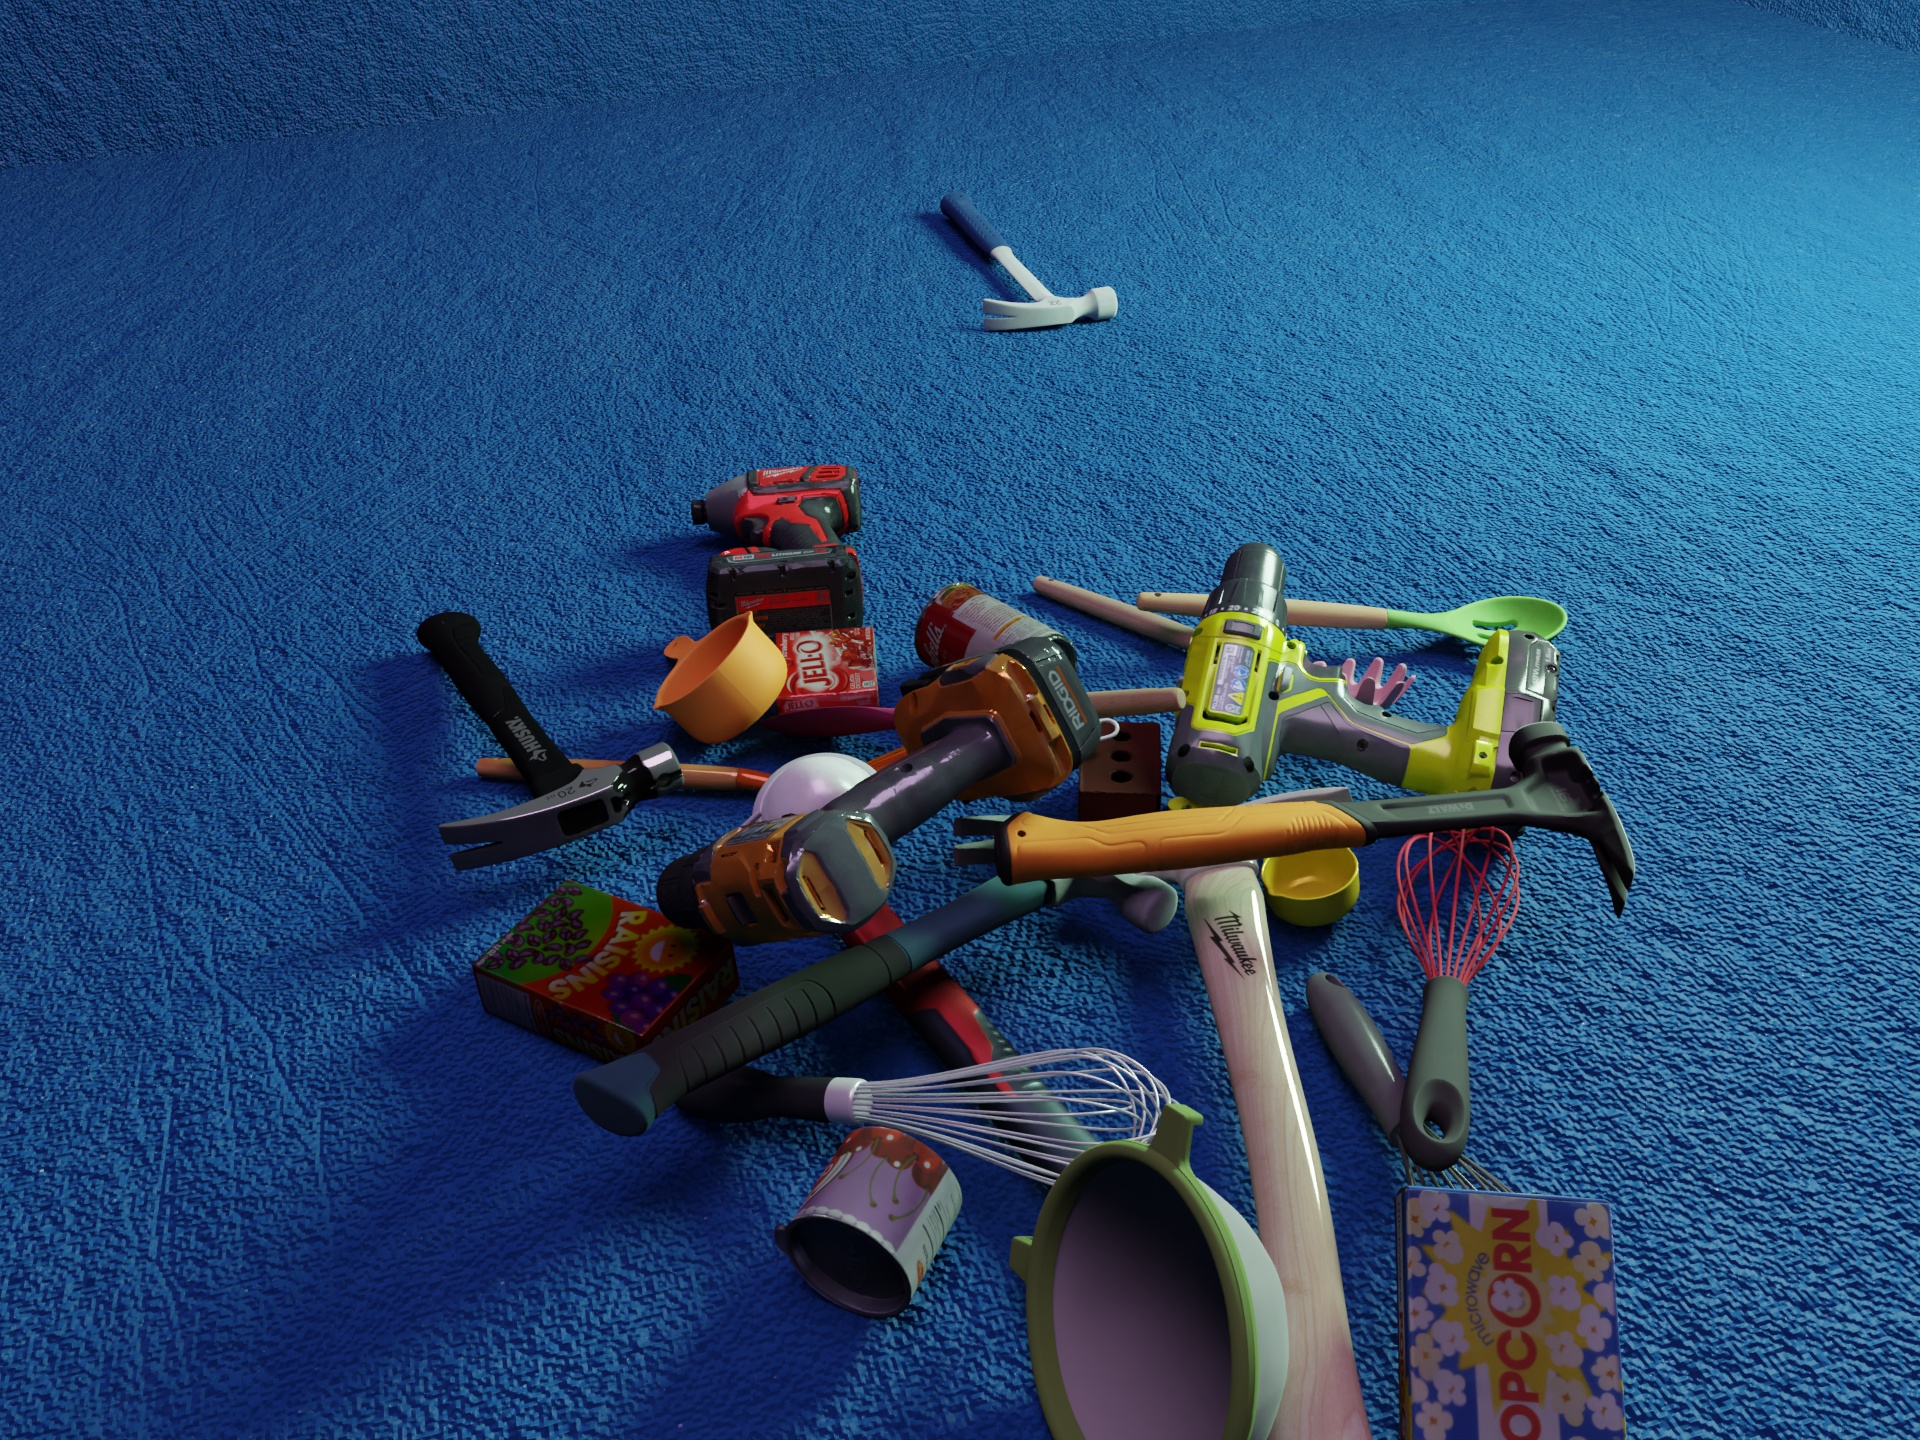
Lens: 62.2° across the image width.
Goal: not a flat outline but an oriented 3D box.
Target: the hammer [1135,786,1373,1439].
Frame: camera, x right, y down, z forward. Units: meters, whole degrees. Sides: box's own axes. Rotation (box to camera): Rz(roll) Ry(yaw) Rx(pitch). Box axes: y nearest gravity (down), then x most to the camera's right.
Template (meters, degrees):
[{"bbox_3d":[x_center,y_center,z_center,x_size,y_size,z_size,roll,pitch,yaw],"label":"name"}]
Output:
[{"bbox_3d":[0.164,0.188,0.797,0.146,0.038,0.411,-18,36,13],"label":"hammer"}]

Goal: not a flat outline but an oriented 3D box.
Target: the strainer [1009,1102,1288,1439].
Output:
[{"bbox_3d":[0.108,0.293,0.636,0.069,0.151,0.257,6,48,-31],"label":"strainer"}]

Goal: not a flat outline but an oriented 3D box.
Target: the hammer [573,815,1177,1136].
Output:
[{"bbox_3d":[-0.045,0.129,0.834,0.331,0.033,0.128,-23,37,-34],"label":"hammer"}]

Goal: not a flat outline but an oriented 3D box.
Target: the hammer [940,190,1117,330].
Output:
[{"bbox_3d":[0.045,-0.543,1.858,0.144,0.035,0.406,-11,36,-12],"label":"hammer"}]

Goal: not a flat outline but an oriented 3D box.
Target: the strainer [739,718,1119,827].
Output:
[{"bbox_3d":[-0.021,0.033,0.974,0.258,0.050,0.087,-15,55,-15],"label":"strainer"}]

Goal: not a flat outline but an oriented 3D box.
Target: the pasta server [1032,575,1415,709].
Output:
[{"bbox_3d":[0.182,-0.063,1.175,0.316,0.040,0.060,24,26,34],"label":"pasta server"}]

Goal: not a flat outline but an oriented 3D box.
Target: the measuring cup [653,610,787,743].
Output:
[{"bbox_3d":[-0.177,-0.031,1.144,0.095,0.052,0.174,-46,21,-9],"label":"measuring cup"}]

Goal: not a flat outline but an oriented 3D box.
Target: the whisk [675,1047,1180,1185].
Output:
[{"bbox_3d":[-0.028,0.189,0.779,0.285,0.070,0.070,-4,32,28],"label":"whisk"}]

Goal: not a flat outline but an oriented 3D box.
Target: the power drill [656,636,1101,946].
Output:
[{"bbox_3d":[-0.053,0.047,0.871,0.226,0.084,0.185,-36,12,-35],"label":"power drill"}]

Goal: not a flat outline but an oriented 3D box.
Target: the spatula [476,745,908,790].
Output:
[{"bbox_3d":[-0.171,0.029,1.064,0.322,0.041,0.081,2,12,9],"label":"spatula"}]

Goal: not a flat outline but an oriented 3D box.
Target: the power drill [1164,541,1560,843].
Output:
[{"bbox_3d":[0.257,-0.021,1.023,0.228,0.080,0.191,12,58,10],"label":"power drill"}]

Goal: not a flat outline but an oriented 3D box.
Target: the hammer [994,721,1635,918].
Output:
[{"bbox_3d":[0.187,0.064,0.867,0.337,0.034,0.127,-5,40,-2],"label":"hammer"}]

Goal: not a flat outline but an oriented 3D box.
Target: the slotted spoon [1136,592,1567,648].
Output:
[{"bbox_3d":[0.286,-0.077,1.172,0.313,0.031,0.070,4,35,-1],"label":"slotted spoon"}]

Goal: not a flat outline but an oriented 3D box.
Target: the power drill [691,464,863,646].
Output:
[{"bbox_3d":[-0.147,-0.138,1.272,0.143,0.078,0.220,-5,33,-4],"label":"power drill"}]

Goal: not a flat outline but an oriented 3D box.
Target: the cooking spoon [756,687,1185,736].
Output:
[{"bbox_3d":[-0.002,-0.003,1.022,0.319,0.017,0.068,-4,-10,34],"label":"cooking spoon"}]

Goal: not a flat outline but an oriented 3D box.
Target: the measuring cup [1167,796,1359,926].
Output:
[{"bbox_3d":[0.183,0.084,0.986,0.062,0.029,0.157,-29,31,-22],"label":"measuring cup"}]

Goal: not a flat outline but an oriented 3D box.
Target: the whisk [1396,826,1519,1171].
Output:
[{"bbox_3d":[0.260,0.134,0.845,0.073,0.073,0.296,9,30,16],"label":"whisk"}]

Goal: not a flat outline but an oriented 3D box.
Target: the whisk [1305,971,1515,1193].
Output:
[{"bbox_3d":[0.227,0.204,0.793,0.055,0.055,0.239,-9,32,-9],"label":"whisk"}]

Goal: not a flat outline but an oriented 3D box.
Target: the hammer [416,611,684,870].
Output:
[{"bbox_3d":[-0.320,-0.003,1.097,0.146,0.035,0.335,-25,35,-21],"label":"hammer"}]

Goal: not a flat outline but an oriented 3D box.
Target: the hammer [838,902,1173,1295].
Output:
[{"bbox_3d":[-0.021,0.168,0.862,0.143,0.038,0.387,-22,40,-23],"label":"hammer"}]
